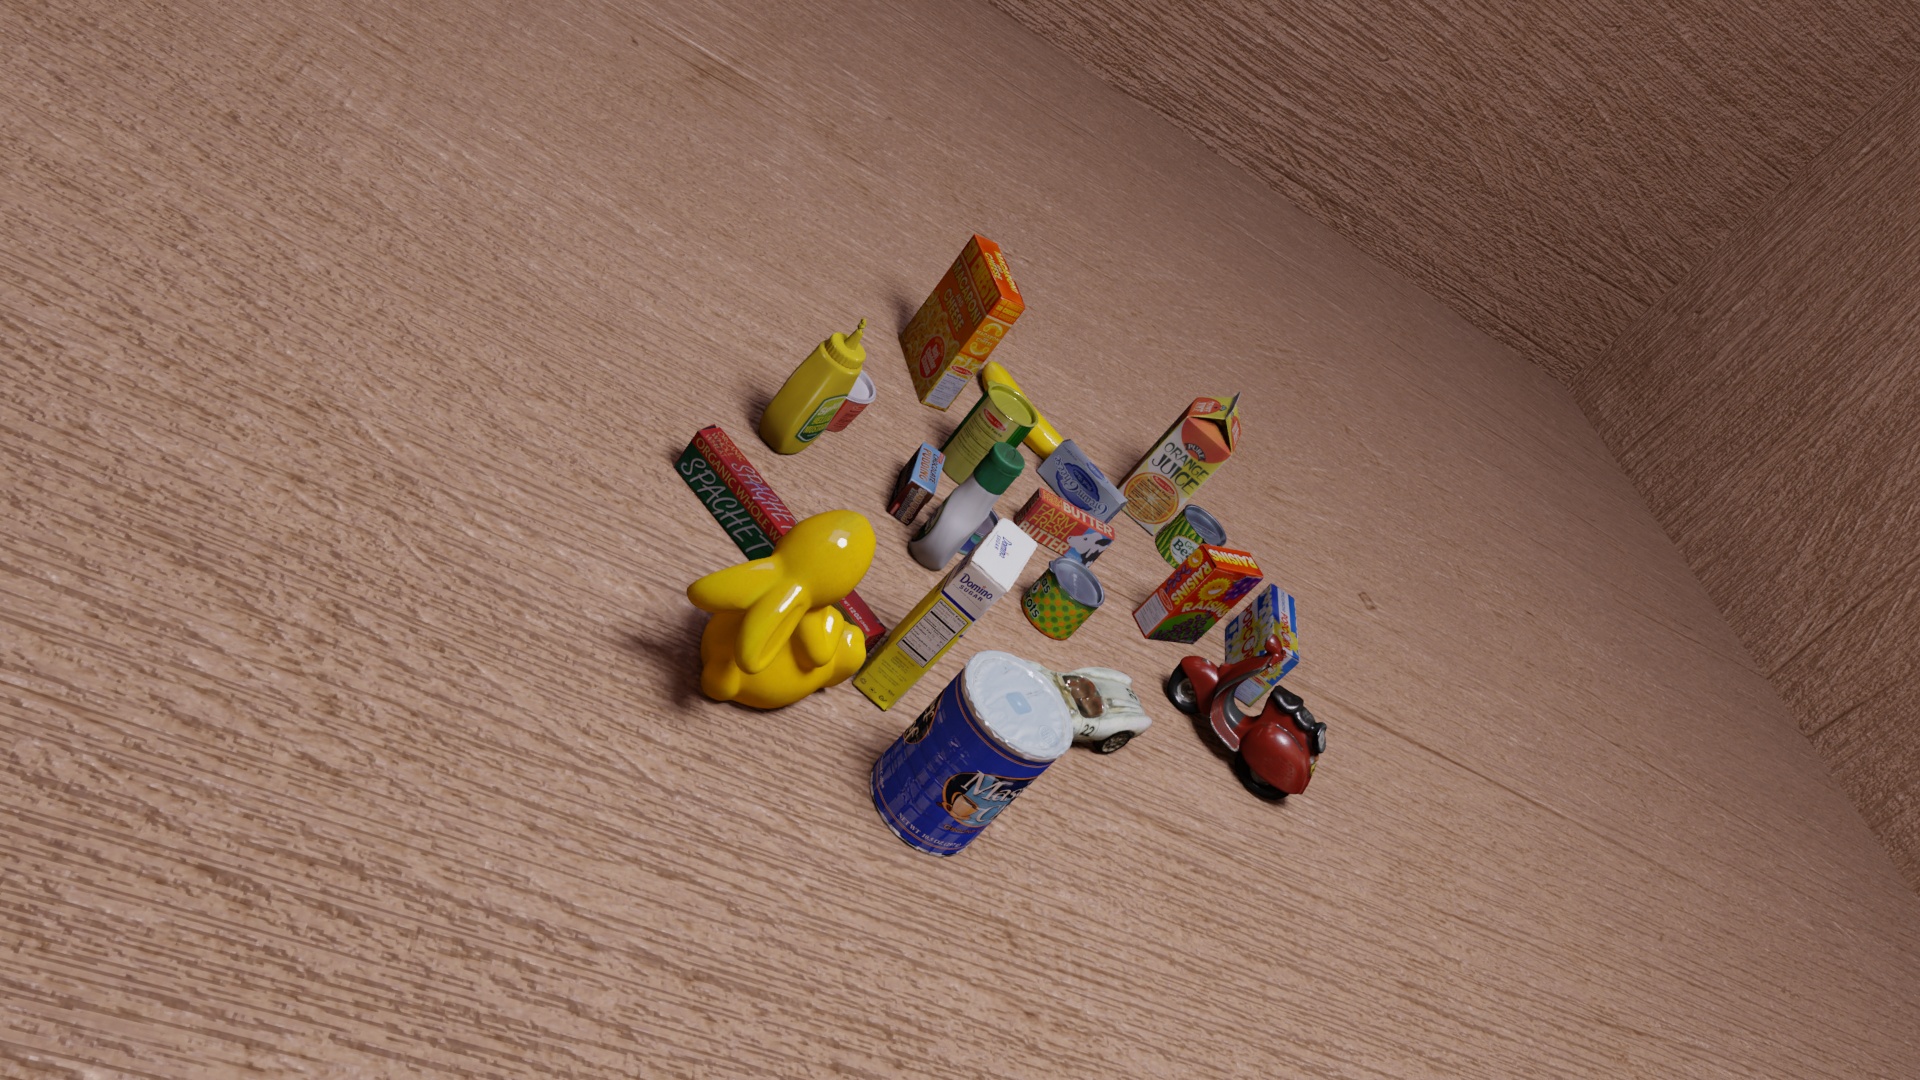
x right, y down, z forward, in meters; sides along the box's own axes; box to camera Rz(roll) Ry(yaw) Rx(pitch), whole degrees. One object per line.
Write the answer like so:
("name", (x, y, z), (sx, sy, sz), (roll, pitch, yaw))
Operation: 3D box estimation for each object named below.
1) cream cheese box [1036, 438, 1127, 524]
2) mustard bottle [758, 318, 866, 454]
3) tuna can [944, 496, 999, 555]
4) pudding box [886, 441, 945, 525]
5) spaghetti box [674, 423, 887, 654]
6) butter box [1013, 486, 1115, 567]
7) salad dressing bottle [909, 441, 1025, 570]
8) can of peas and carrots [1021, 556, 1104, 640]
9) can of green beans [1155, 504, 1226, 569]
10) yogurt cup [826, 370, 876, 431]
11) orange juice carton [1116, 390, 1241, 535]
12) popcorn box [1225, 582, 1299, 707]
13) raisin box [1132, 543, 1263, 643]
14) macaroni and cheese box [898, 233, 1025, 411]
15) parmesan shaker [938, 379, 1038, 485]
("cream cheese box", (0.142, -0.064, 1.628), (0.104, 0.053, 0.024), (49, 32, 14))
("mustard bottle", (-0.134, -0.152, 1.339), (0.049, 0.159, 0.065), (48, 31, 13))
("tuna can", (0.005, -0.018, 1.442), (0.071, 0.032, 0.071), (28, 33, -20))
("pudding box", (-0.045, -0.059, 1.424), (0.030, 0.049, 0.084), (33, 32, -12))
("spaghetti box", (-0.161, 0.003, 1.219), (0.250, 0.050, 0.029), (49, 32, 14))
("butter box", (0.115, -0.013, 1.535), (0.103, 0.053, 0.024), (29, 33, -19))
("salad dressing bottle", (0.007, -0.034, 1.353), (0.044, 0.147, 0.064), (39, 31, -3))
("can of peas and carrots", (0.103, 0.059, 1.424), (0.071, 0.058, 0.071), (28, 33, -20))
("can of green beans", (0.281, -0.001, 1.693), (0.071, 0.057, 0.071), (28, 33, -20))
("yogurt cup", (-0.129, -0.150, 1.445), (0.072, 0.053, 0.073), (28, 33, -20))
("orange juice carton", (0.273, -0.103, 1.685), (0.073, 0.191, 0.072), (40, 31, -1))
("popcorn box", (0.342, 0.117, 1.583), (0.038, 0.085, 0.127), (34, 31, -11))
("raisin box", (0.261, 0.061, 1.531), (0.086, 0.123, 0.040), (11, 42, -40))
("macaroni and cheese box", (0.000, -0.251, 1.604), (0.040, 0.165, 0.124), (17, 38, -34))
("parmesan shaker", (0.027, -0.115, 1.522), (0.071, 0.102, 0.072), (28, 33, -20))
